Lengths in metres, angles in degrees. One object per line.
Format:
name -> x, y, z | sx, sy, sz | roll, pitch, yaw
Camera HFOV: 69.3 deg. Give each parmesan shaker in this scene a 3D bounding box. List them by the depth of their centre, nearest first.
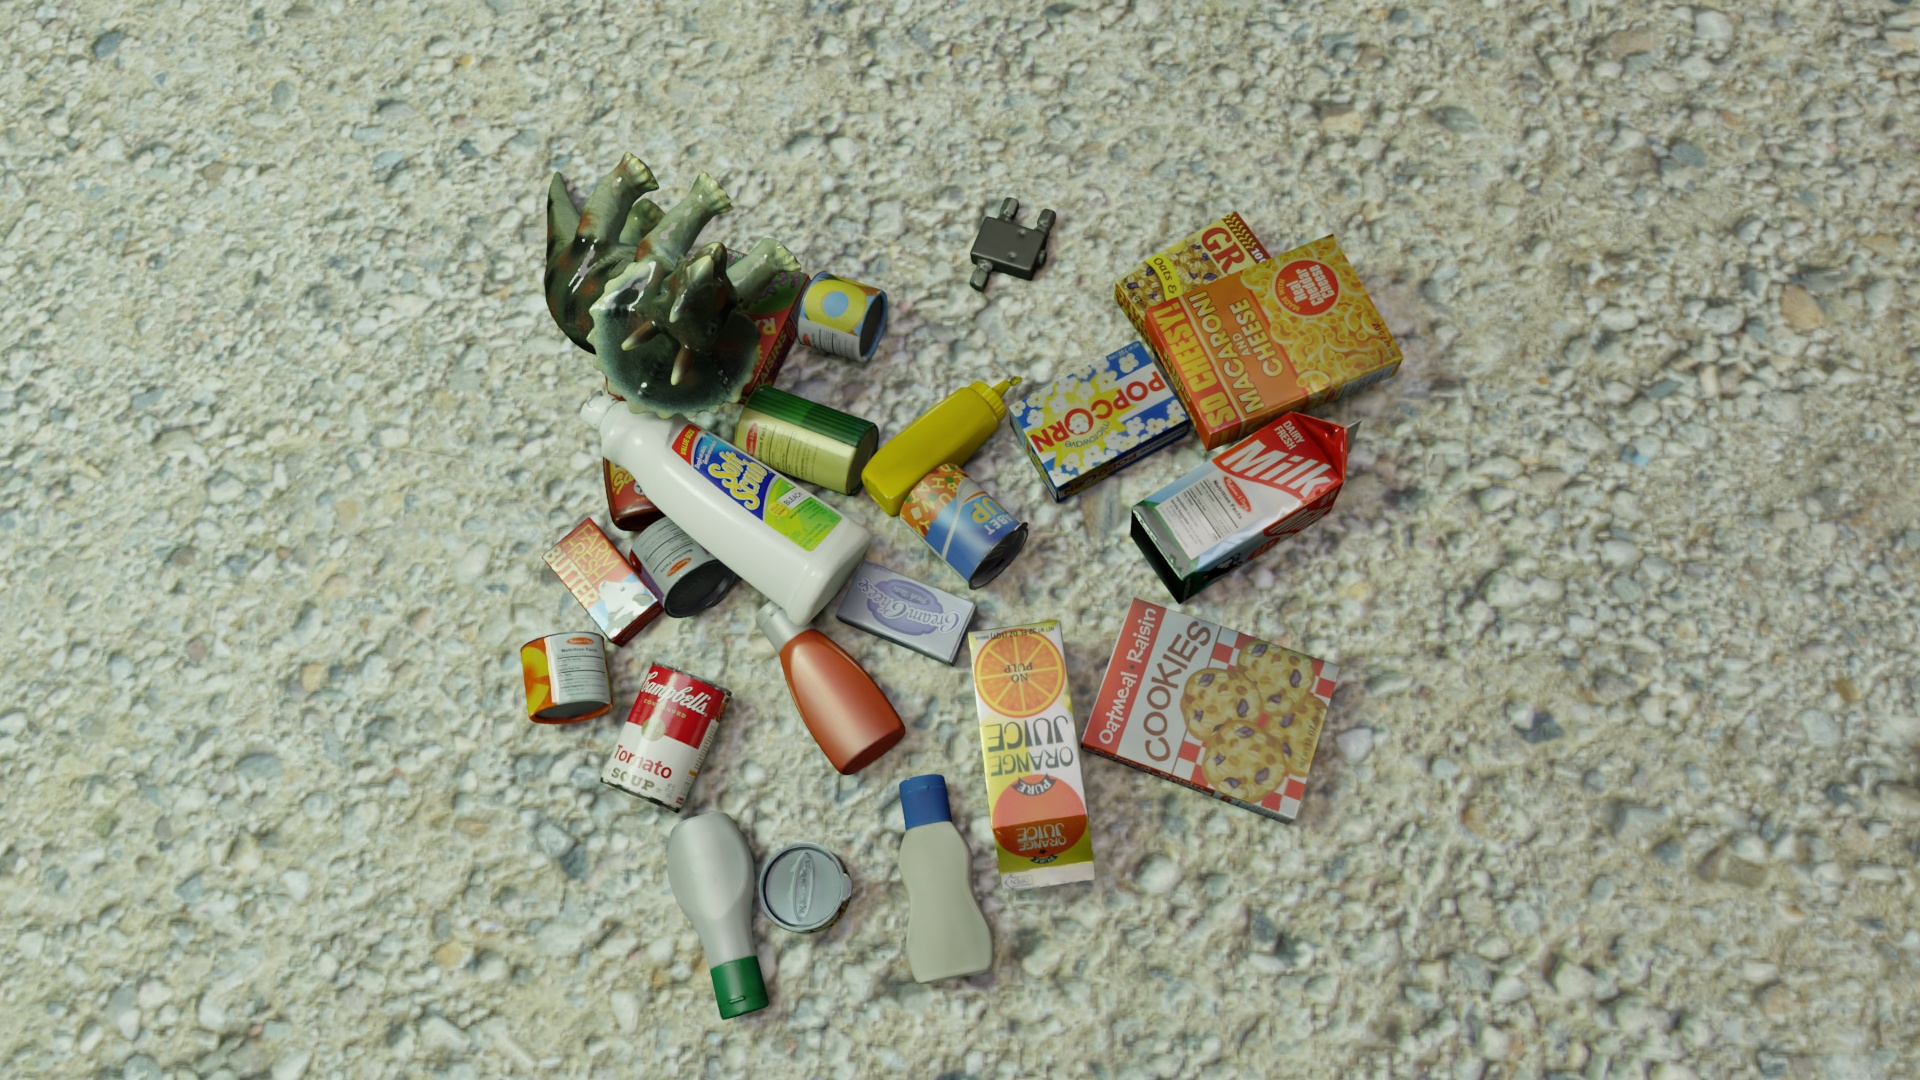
parmesan shaker -> -0.127, -0.081, 1.158 | 0.103, 0.071, 0.071 | 20, 74, 11

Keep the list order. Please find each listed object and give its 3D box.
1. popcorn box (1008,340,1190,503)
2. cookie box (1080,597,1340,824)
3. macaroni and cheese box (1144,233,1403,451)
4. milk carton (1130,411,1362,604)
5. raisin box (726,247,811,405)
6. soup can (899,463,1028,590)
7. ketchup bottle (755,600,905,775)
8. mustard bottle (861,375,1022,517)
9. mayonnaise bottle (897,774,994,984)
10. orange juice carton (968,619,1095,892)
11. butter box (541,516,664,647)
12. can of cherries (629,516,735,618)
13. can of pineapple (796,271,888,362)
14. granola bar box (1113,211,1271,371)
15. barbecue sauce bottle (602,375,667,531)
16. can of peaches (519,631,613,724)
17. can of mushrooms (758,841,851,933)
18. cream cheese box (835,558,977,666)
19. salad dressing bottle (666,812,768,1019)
popcorn box -> 0.115, -0.099, 1.152 | 0.127, 0.038, 0.085 | -28, 71, -4
cookie box -> 0.190, 0.129, 1.064 | 0.167, 0.040, 0.123 | 19, 74, 11
macaroni and cheese box -> 0.249, -0.158, 1.116 | 0.166, 0.040, 0.124 | -22, 71, -3
milk carton -> 0.234, -0.035, 1.100 | 0.191, 0.072, 0.073 | -31, 71, -4
raisin box -> -0.191, -0.185, 1.213 | 0.086, 0.040, 0.124 | 20, 73, 12
soup can -> 0.004, -0.014, 1.117 | 0.071, 0.071, 0.084 | -43, 72, -9
ketchup bottle -> -0.109, 0.110, 1.099 | 0.065, 0.043, 0.149 | -35, 71, -7
mustard bottle -> -0.010, -0.087, 1.150 | 0.161, 0.065, 0.049 | -41, 76, -15
mayonnaise bottle -> -0.017, 0.252, 1.042 | 0.065, 0.041, 0.148 | -11, 69, 0
orange juice carton -> 0.054, 0.163, 1.048 | 0.072, 0.073, 0.193 | -8, 71, 3
butter box -> -0.297, 0.034, 1.155 | 0.053, 0.024, 0.103 | -41, 72, -8
can of cherries -> -0.226, 0.021, 1.130 | 0.071, 0.071, 0.058 | -39, 66, -8
can of pineapple -> -0.100, -0.193, 1.192 | 0.058, 0.071, 0.071 | 19, 74, 11
granola bar box -> 0.224, -0.181, 1.169 | 0.124, 0.039, 0.166 | -30, 71, -5
barbecue sauce bottle -> -0.275, -0.084, 1.183 | 0.065, 0.043, 0.149 | -11, 70, -8
can of peaches -> -0.315, 0.111, 1.110 | 0.071, 0.071, 0.058 | -14, 71, 1
can of mushrooms -> -0.115, 0.264, 1.051 | 0.071, 0.033, 0.071 | -2, 70, 5
cream cheese box -> -0.043, 0.058, 1.120 | 0.104, 0.024, 0.053 | 21, 75, 12
salad dressing bottle -> -0.180, 0.282, 1.047 | 0.064, 0.044, 0.148 | -17, 71, -2
